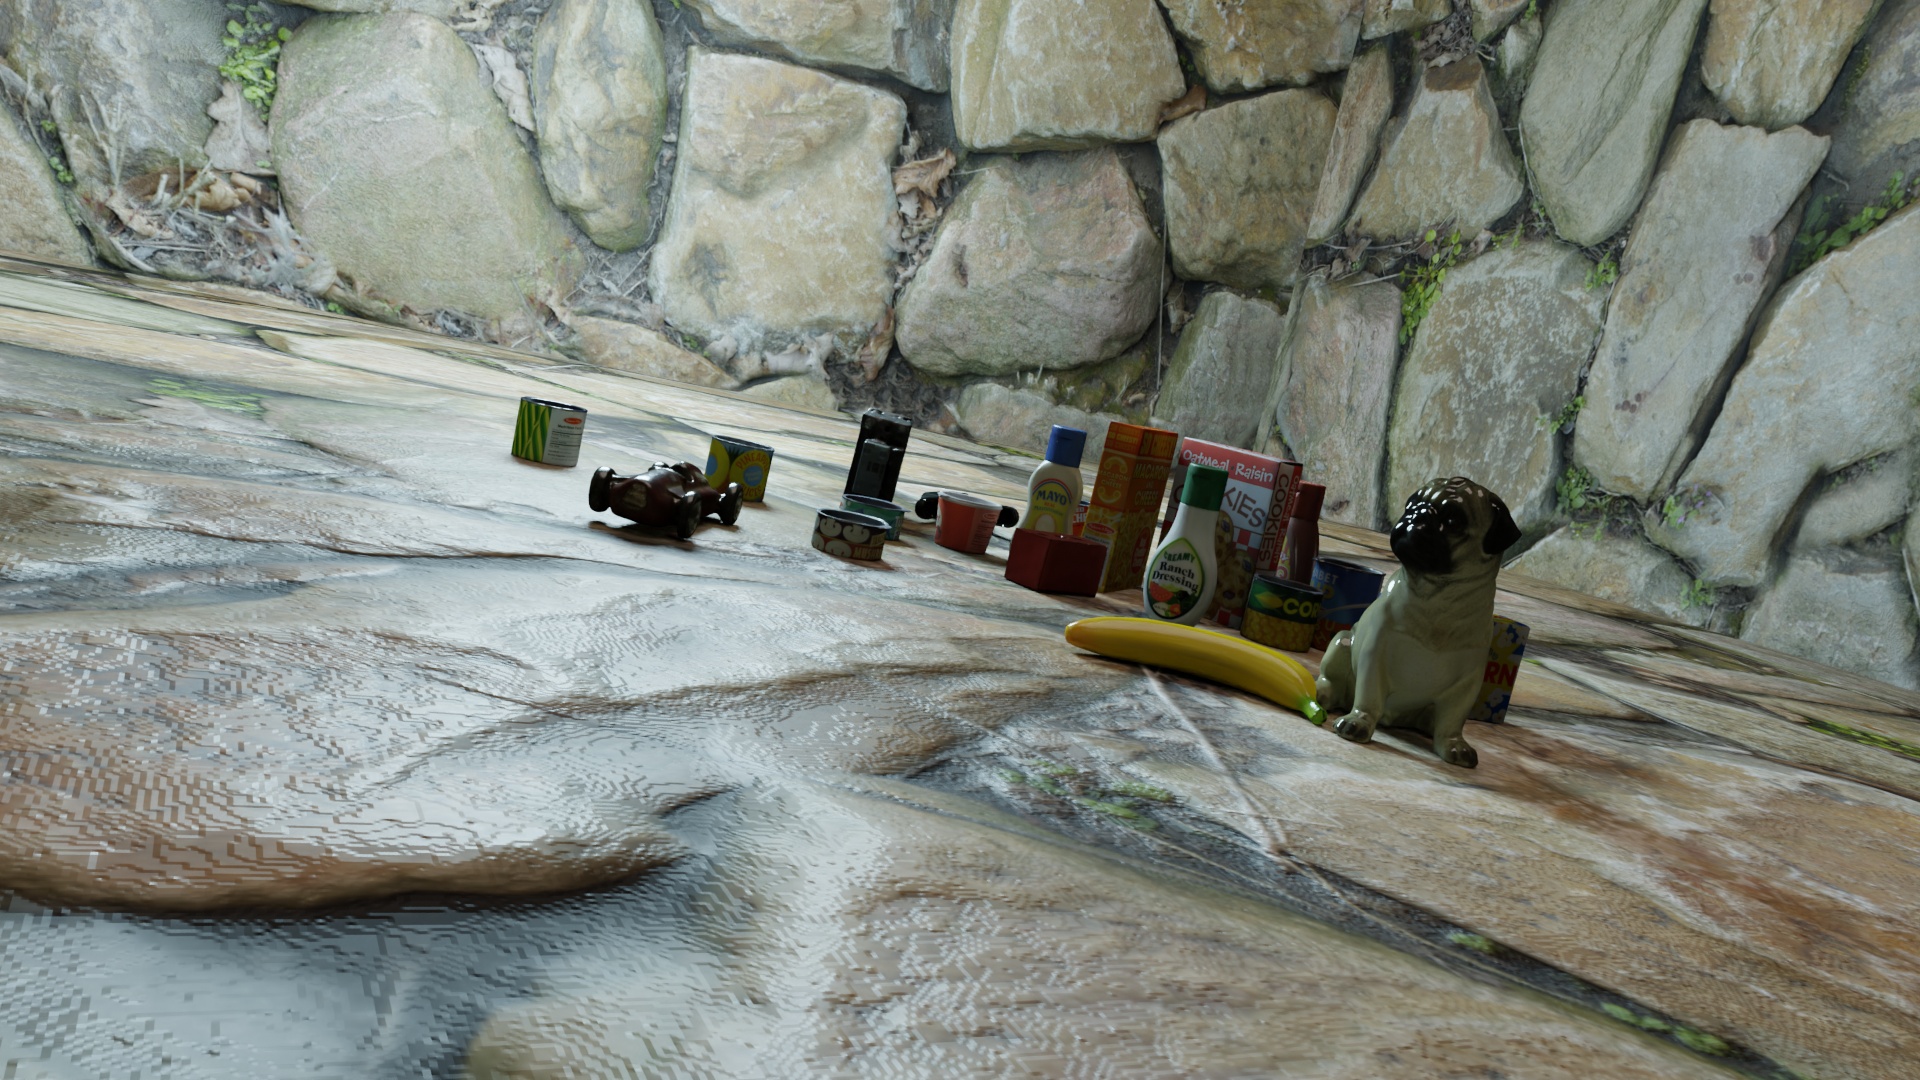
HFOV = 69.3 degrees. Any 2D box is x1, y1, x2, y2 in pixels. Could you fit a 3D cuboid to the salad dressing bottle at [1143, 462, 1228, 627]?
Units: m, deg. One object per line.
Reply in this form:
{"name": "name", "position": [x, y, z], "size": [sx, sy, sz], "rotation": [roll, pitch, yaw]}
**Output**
{"name": "salad dressing bottle", "position": [0.208, 0.004, 1.260], "size": [0.064, 0.147, 0.044], "rotation": [16, 8, 27]}

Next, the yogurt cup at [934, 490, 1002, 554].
{"name": "yogurt cup", "position": [0.005, -0.018, 1.443], "size": [0.072, 0.054, 0.072], "rotation": [13, 7, -1]}

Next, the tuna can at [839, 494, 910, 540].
{"name": "tuna can", "position": [-0.088, -0.023, 1.401], "size": [0.071, 0.032, 0.071], "rotation": [13, 7, -1]}

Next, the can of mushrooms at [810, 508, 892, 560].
{"name": "can of mushrooms", "position": [-0.098, -0.005, 1.248], "size": [0.071, 0.033, 0.071], "rotation": [13, 7, -1]}

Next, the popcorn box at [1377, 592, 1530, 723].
{"name": "popcorn box", "position": [0.390, 0.096, 1.128], "size": [0.127, 0.085, 0.038], "rotation": [11, 7, -17]}

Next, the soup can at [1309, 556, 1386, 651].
{"name": "soup can", "position": [0.362, 0.063, 1.332], "size": [0.071, 0.083, 0.071], "rotation": [13, 7, -1]}

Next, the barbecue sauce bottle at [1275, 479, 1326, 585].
{"name": "barbecue sauce bottle", "position": [0.338, 0.013, 1.418], "size": [0.044, 0.148, 0.065], "rotation": [9, 8, -29]}

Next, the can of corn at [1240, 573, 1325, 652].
{"name": "can of corn", "position": [0.300, 0.068, 1.288], "size": [0.071, 0.058, 0.071], "rotation": [13, 7, -1]}

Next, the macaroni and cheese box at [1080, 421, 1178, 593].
{"name": "macaroni and cheese box", "position": [0.167, -0.034, 1.407], "size": [0.040, 0.166, 0.124], "rotation": [16, 8, 24]}

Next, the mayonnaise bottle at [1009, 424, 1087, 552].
{"name": "mayonnaise bottle", "position": [0.094, -0.043, 1.414], "size": [0.065, 0.148, 0.041], "rotation": [14, 7, 9]}

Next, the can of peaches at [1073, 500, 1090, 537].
{"name": "can of peaches", "position": [0.132, -0.019, 1.655], "size": [0.071, 0.058, 0.071], "rotation": [13, 7, -1]}

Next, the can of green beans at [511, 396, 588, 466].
{"name": "can of green beans", "position": [-0.413, -0.109, 1.395], "size": [0.071, 0.057, 0.071], "rotation": [13, 7, -1]}

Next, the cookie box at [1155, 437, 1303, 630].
{"name": "cookie box", "position": [0.257, -0.008, 1.364], "size": [0.040, 0.167, 0.123], "rotation": [7, 9, -42]}

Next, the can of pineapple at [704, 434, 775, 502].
{"name": "can of pineapple", "position": [-0.231, -0.075, 1.447], "size": [0.071, 0.057, 0.071], "rotation": [13, 7, -1]}
